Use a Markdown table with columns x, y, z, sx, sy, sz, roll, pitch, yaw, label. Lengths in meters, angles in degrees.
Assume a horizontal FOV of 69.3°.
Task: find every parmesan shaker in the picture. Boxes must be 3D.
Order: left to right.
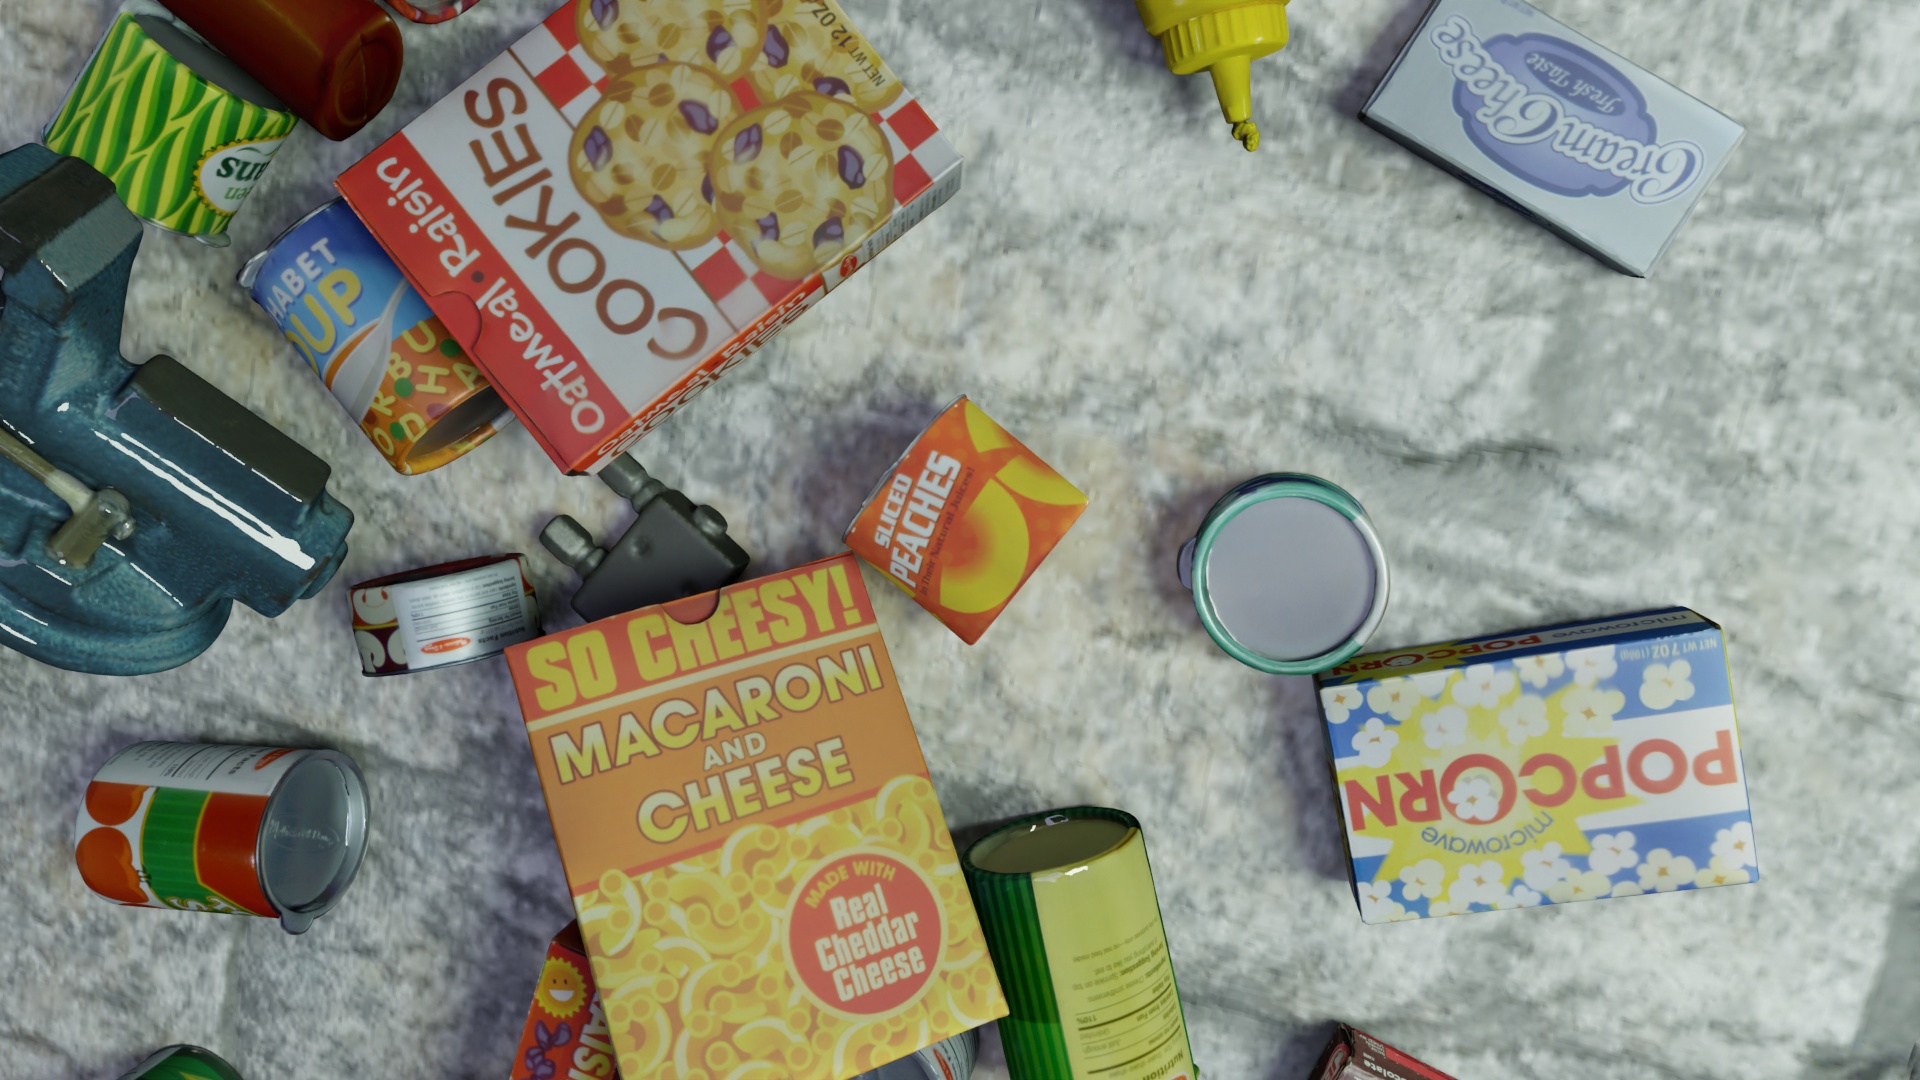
| x | y | z | sx | sy | sz | roll | pitch | yaw | label |
| --- | --- | --- | --- | --- | --- | --- | --- | --- | --- |
| 0.044 | 0.153 | 0.492 | 0.071 | 0.071 | 0.103 | -11 | 95 | 13 | parmesan shaker |

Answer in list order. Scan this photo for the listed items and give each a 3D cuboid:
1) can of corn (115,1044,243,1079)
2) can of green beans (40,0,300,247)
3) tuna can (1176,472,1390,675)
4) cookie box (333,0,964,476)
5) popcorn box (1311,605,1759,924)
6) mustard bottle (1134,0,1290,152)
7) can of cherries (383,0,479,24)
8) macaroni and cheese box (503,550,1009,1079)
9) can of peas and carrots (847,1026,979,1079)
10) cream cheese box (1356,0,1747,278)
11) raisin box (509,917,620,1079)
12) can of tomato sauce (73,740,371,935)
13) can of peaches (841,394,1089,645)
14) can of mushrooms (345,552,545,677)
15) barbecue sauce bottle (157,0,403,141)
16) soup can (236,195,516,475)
| x | y | z | sx | sy | sz | roll | pitch | yaw | label |
| --- | --- | --- | --- | --- | --- | --- | --- | --- | --- |
| -0.343 | 0.260 | 0.587 | 0.071 | 0.058 | 0.071 | 2 | 99 | 11 | can of corn |
| -0.288 | -0.154 | 0.511 | 0.071 | 0.071 | 0.057 | 42 | 104 | 3 | can of green beans |
| 0.109 | 0.011 | 0.473 | 0.071 | 0.033 | 0.071 | 2 | 99 | 11 | tuna can |
| -0.102 | -0.120 | 0.468 | 0.167 | 0.040 | 0.123 | -39 | 90 | -3 | cookie box |
| 0.189 | 0.075 | 0.464 | 0.126 | 0.038 | 0.085 | -10 | 97 | 13 | popcorn box |
| 0.075 | -0.202 | 0.440 | 0.065 | 0.049 | 0.160 | -10 | 97 | 13 | mustard bottle |
| -0.195 | -0.223 | 0.484 | 0.058 | 0.071 | 0.071 | 38 | 104 | 2 | can of cherries |
| -0.070 | 0.099 | 0.468 | 0.124 | 0.040 | 0.166 | -16 | 78 | -19 | macaroni and cheese box |
| -0.032 | 0.196 | 0.516 | 0.071 | 0.059 | 0.071 | 2 | 99 | 12 | can of peas and carrots |
| 0.186 | -0.132 | 0.441 | 0.104 | 0.024 | 0.053 | 33 | 104 | 5 | cream cheese box |
| -0.133 | 0.191 | 0.521 | 0.040 | 0.086 | 0.123 | 21 | 102 | 9 | raisin box |
| -0.291 | 0.116 | 0.551 | 0.083 | 0.071 | 0.071 | 1 | 99 | 12 | can of tomato sauce |
| 0.002 | -0.006 | 0.473 | 0.058 | 0.071 | 0.071 | 40 | 104 | 2 | can of peaches |
| -0.193 | 0.027 | 0.520 | 0.071 | 0.071 | 0.033 | -9 | 97 | 13 | can of mushrooms |
| -0.269 | -0.209 | 0.486 | 0.148 | 0.064 | 0.044 | 39 | 66 | -6 | barbecue sauce bottle |
| -0.204 | -0.074 | 0.504 | 0.071 | 0.071 | 0.084 | -39 | 90 | 14 | soup can |
